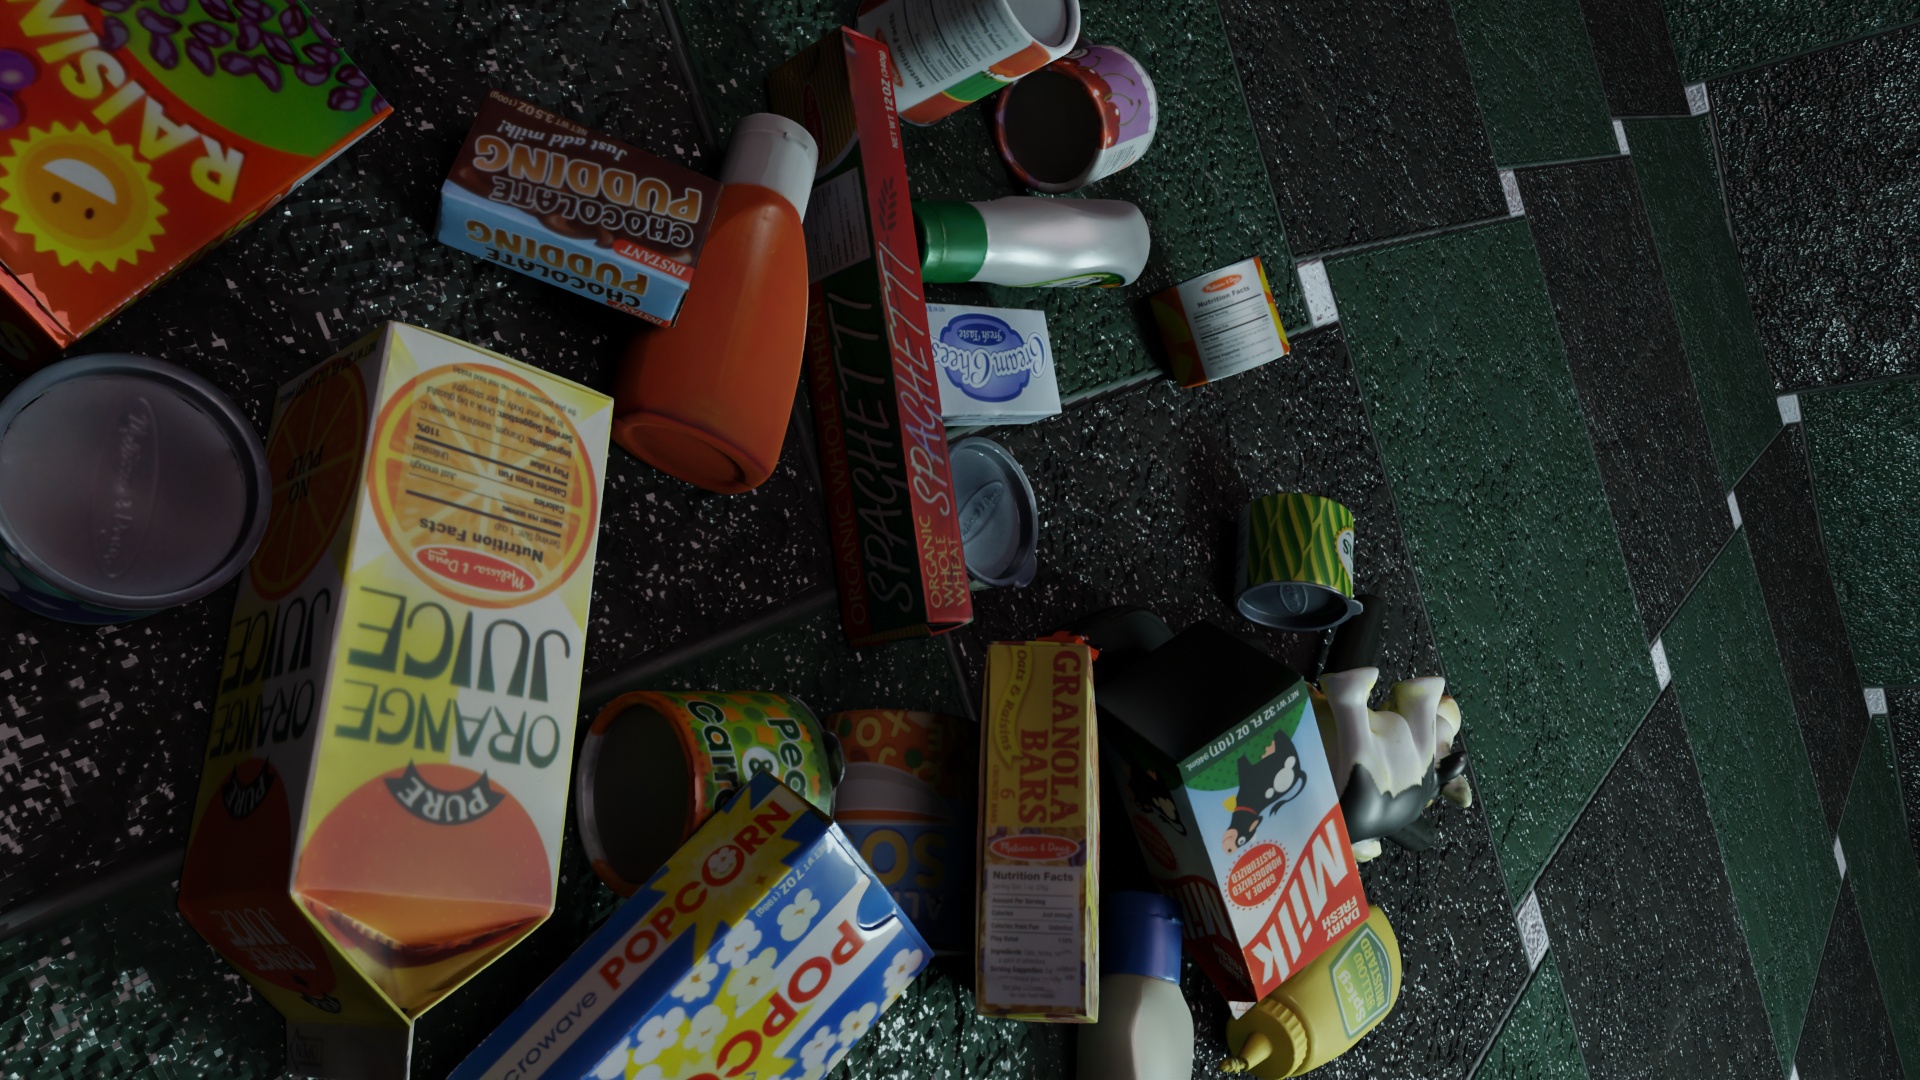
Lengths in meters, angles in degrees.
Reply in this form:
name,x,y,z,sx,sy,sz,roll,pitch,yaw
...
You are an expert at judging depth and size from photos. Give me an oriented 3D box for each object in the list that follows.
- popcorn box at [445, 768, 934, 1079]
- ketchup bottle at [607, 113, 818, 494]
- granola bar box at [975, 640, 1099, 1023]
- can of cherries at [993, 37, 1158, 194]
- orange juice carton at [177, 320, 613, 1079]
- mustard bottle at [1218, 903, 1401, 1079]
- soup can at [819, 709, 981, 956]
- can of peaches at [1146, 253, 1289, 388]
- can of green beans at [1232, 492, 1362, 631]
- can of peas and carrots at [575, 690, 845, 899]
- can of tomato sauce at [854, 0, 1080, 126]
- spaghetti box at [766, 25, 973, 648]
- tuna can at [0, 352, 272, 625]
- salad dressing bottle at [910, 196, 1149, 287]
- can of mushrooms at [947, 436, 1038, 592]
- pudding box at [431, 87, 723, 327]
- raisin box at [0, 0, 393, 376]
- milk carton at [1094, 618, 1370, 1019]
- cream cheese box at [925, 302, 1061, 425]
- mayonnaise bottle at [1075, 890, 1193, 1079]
name,x,y,z,sx,sy,sz,roll,pitch,yaw
popcorn box,-0.076,0.143,0.415,0.127,0.038,0.085,-44,134,-19
ketchup bottle,-0.085,-0.095,0.525,0.064,0.043,0.149,29,58,-33
granola bar box,0.033,0.120,0.535,0.165,0.039,0.124,72,19,-69
can of cherries,0.057,-0.218,0.710,0.059,0.071,0.071,-36,107,-47
orange juice carton,-0.154,0.046,0.382,0.073,0.071,0.193,20,64,-44
mustard bottle,0.179,0.242,0.724,0.161,0.048,0.065,-17,90,-50
soup can,-0.025,0.109,0.515,0.071,0.071,0.084,21,63,-44
can of peaches,0.145,-0.123,0.784,0.071,0.071,0.058,-28,100,-49
can of green beans,0.191,0.013,0.793,0.071,0.071,0.058,33,56,-39
can of peas and carrots,-0.082,0.081,0.455,0.059,0.071,0.071,7,73,-47
can of tomato sauce,0.004,-0.239,0.641,0.071,0.083,0.071,17,67,-45
spaghetti box,-0.039,-0.082,0.570,0.029,0.050,0.250,-1,80,-48
tuna can,-0.219,-0.013,0.355,0.071,0.032,0.071,18,66,-45
salad dressing bottle,0.027,-0.141,0.659,0.148,0.064,0.044,-10,106,-42
can of mushrooms,0.002,-0.008,0.608,0.071,0.033,0.071,19,65,-45
pudding box,-0.128,-0.111,0.468,0.084,0.030,0.050,20,61,-15
raisin box,-0.228,-0.115,0.370,0.086,0.040,0.124,54,45,-25
milk carton,0.131,0.140,0.647,0.072,0.073,0.189,-32,119,-16
cream cheese box,0.004,-0.080,0.639,0.104,0.024,0.053,-8,86,-50
mayonnaise bottle,0.077,0.234,0.616,0.064,0.041,0.149,33,54,-41
